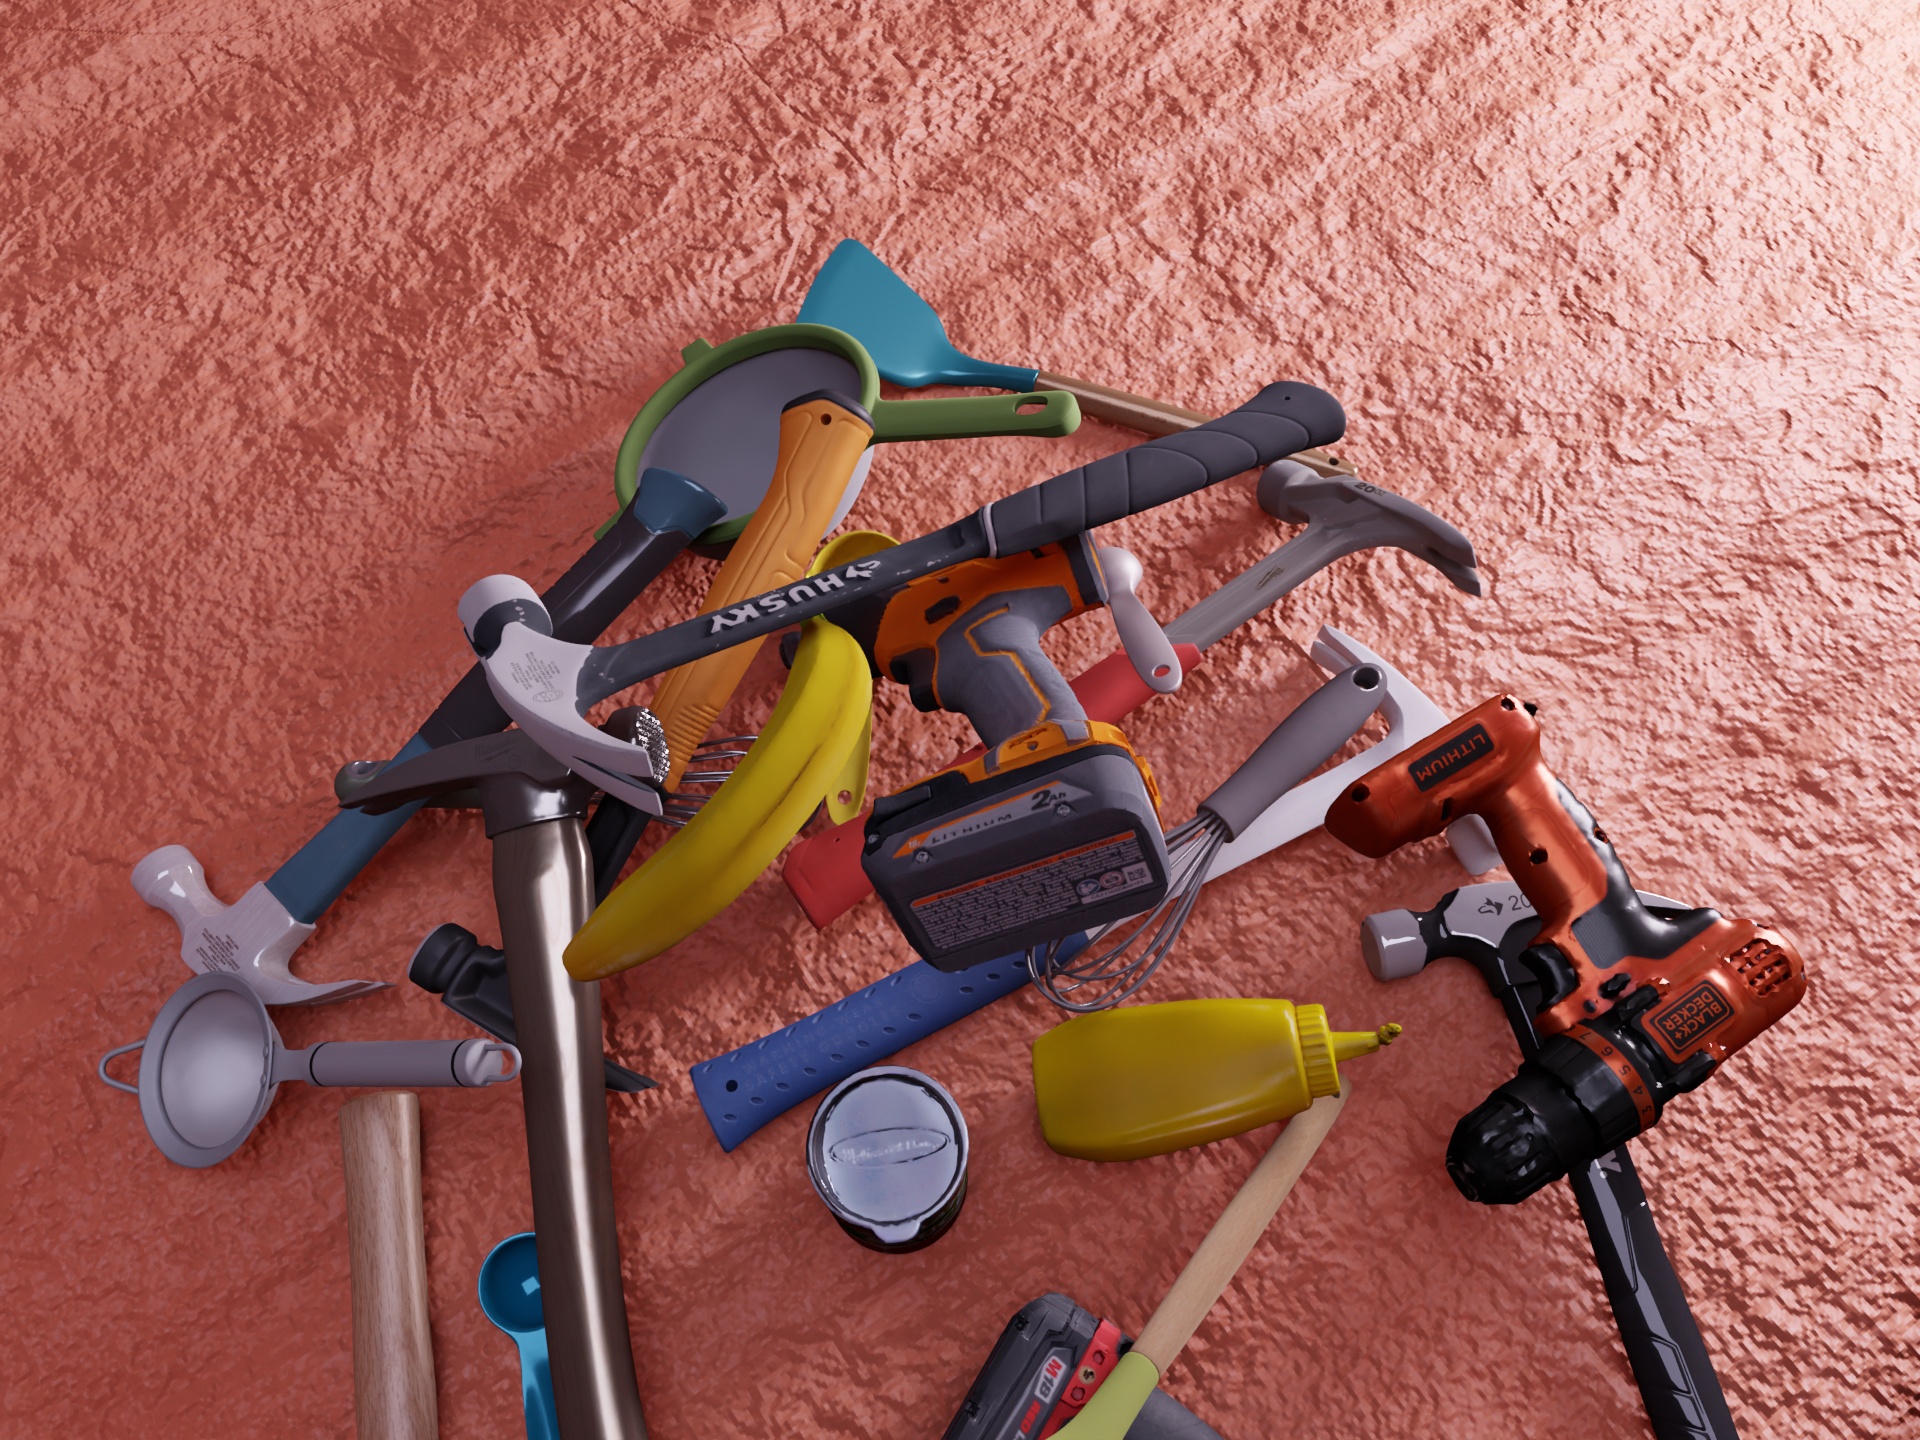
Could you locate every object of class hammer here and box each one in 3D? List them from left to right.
[{"bbox_3d":[-0.228,0.317,0.654,0.130,0.031,0.332,-11,65,-4],"label":"hammer"},{"bbox_3d":[-0.240,0.003,0.759,0.128,0.033,0.331,43,88,15],"label":"hammer"},{"bbox_3d":[-0.170,0.204,0.666,0.146,0.038,0.411,-13,76,8],"label":"hammer"},{"bbox_3d":[-0.124,0.002,0.738,0.127,0.034,0.337,27,87,12],"label":"hammer"},{"bbox_3d":[-0.001,-0.075,0.693,0.409,0.036,0.149,-22,42,-20],"label":"hammer"},{"bbox_3d":[0.062,0.087,0.758,0.405,0.035,0.144,-25,67,-11],"label":"hammer"},{"bbox_3d":[0.074,-0.008,0.778,0.359,0.036,0.149,-34,37,-10],"label":"hammer"},{"bbox_3d":[0.294,0.227,0.689,0.146,0.035,0.335,-11,65,-4],"label":"hammer"}]

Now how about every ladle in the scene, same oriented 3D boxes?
[{"bbox_3d":[0.088,0.224,0.609,0.078,0.062,0.320,40,43,14],"label":"ladle"}]

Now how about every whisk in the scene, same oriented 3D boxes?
[{"bbox_3d":[-0.189,0.033,0.784,0.246,0.059,0.058,0,28,5],"label":"whisk"},{"bbox_3d":[0.121,0.048,0.731,0.239,0.055,0.055,-40,71,-21],"label":"whisk"}]

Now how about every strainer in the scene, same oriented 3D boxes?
[{"bbox_3d":[-0.277,0.150,0.685,0.258,0.050,0.087,-8,74,33],"label":"strainer"},{"bbox_3d":[-0.054,-0.133,0.818,0.256,0.069,0.152,1,56,24],"label":"strainer"}]

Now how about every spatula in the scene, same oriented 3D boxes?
[{"bbox_3d":[0.067,-0.186,0.883,0.317,0.044,0.082,18,60,8],"label":"spatula"}]

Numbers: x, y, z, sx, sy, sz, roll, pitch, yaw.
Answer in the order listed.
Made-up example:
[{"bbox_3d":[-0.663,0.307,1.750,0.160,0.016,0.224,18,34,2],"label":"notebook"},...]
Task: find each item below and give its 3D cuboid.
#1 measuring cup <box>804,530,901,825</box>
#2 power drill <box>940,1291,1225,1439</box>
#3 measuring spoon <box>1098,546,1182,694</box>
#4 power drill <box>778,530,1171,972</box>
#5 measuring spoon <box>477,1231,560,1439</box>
[{"bbox_3d":[-0.054,-0.021,0.821,0.062,0.029,0.157,4,77,0],"label":"measuring cup"},{"bbox_3d":[0.090,0.337,0.619,0.220,0.078,0.143,30,68,11],"label":"power drill"},{"bbox_3d":[0.084,-0.053,0.780,0.034,0.018,0.124,-24,37,3],"label":"measuring spoon"},{"bbox_3d":[-0.001,-0.002,0.720,0.164,0.084,0.227,-19,43,8],"label":"power drill"},{"bbox_3d":[-0.176,0.285,0.681,0.042,0.021,0.129,-13,74,-6],"label":"measuring spoon"}]
